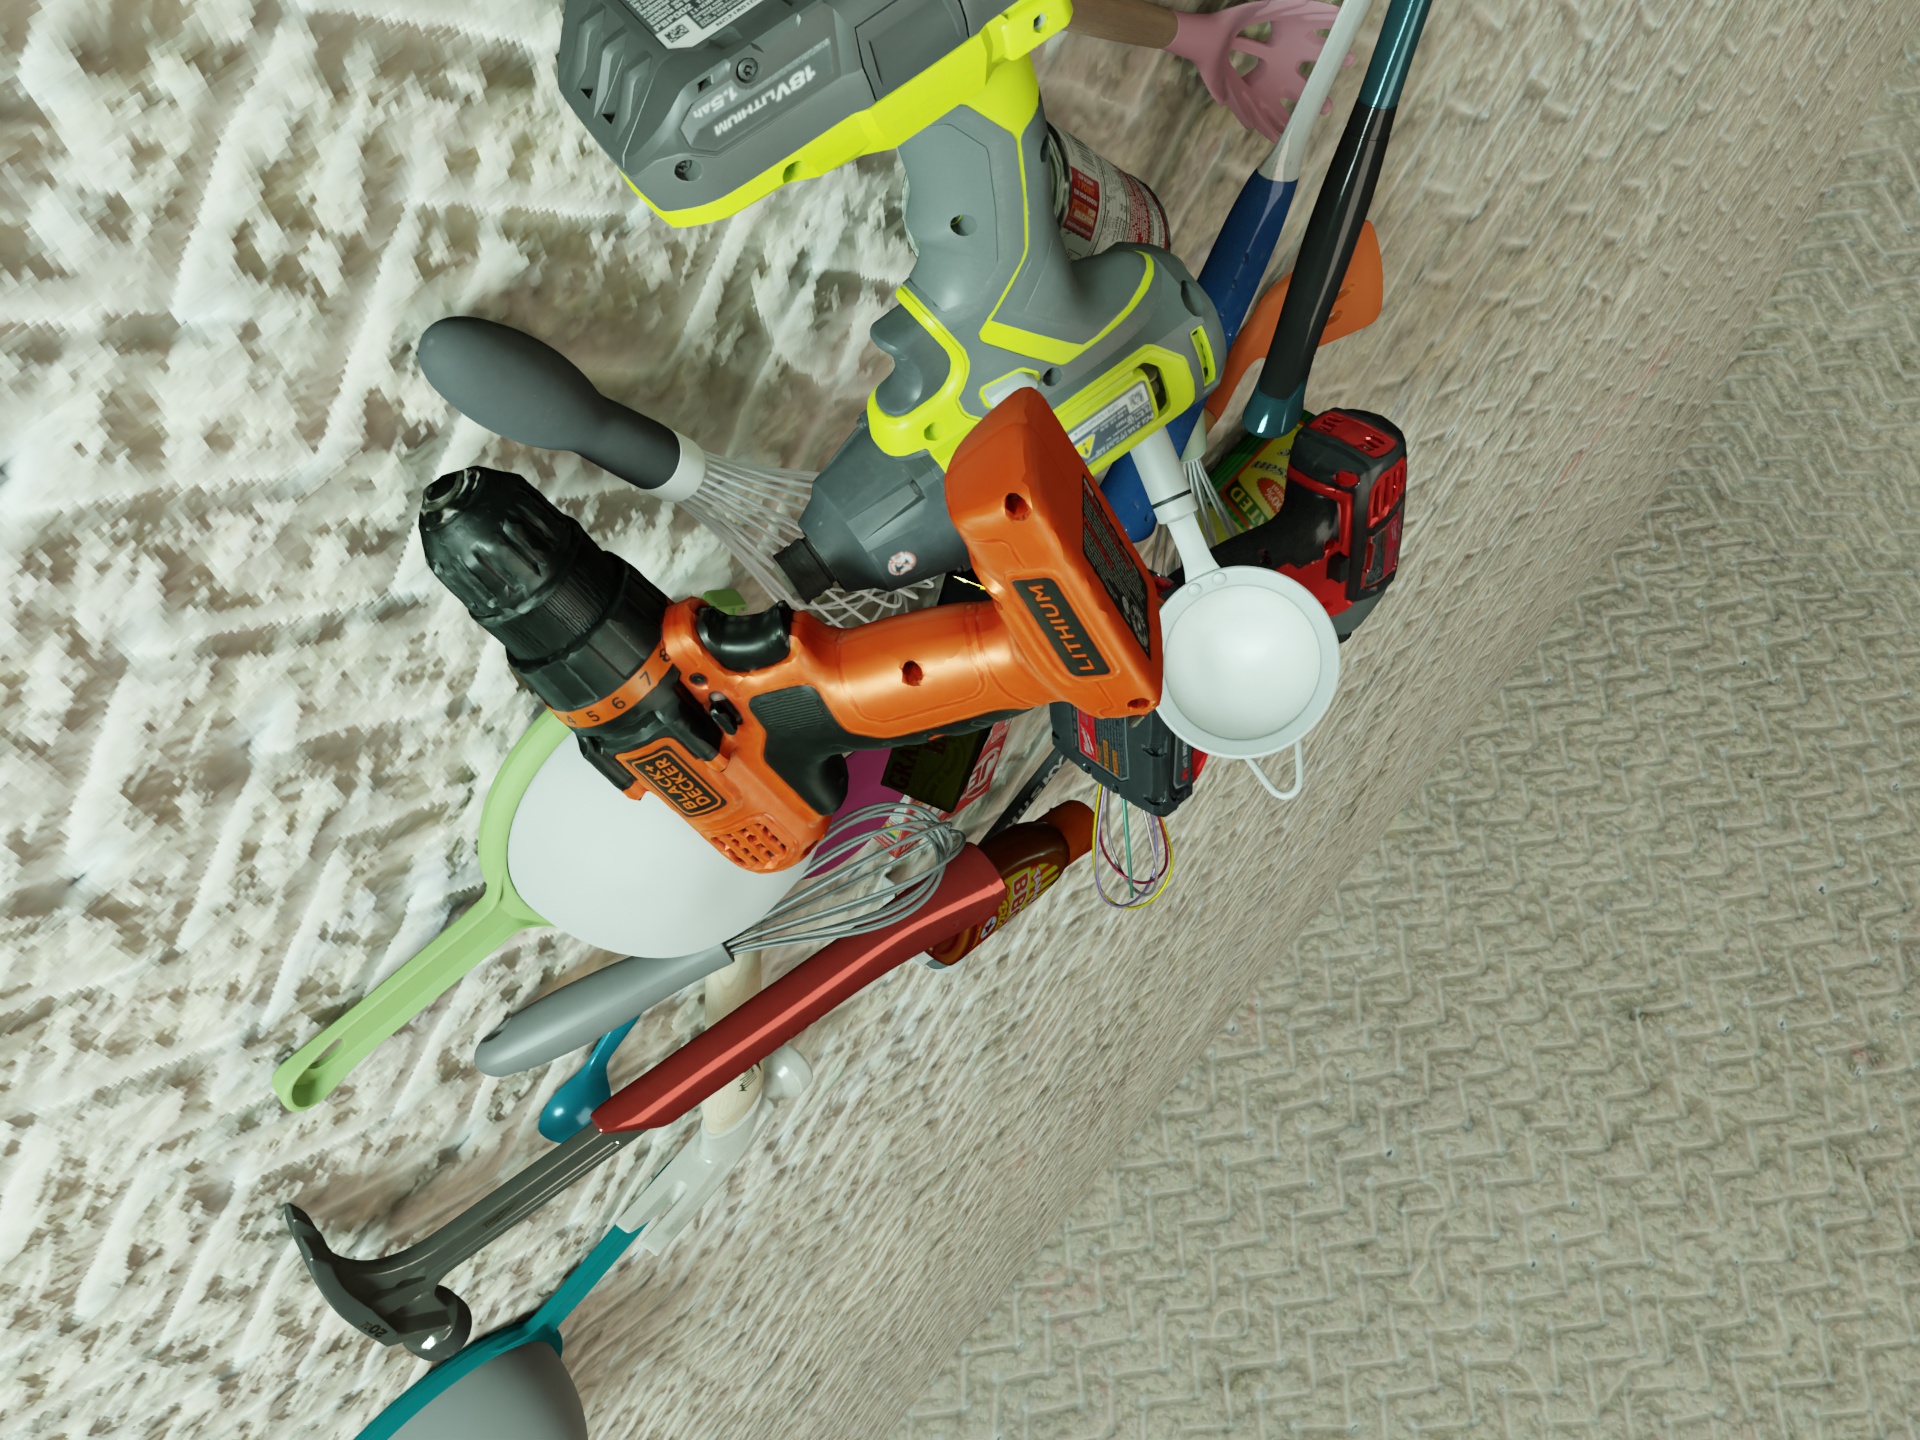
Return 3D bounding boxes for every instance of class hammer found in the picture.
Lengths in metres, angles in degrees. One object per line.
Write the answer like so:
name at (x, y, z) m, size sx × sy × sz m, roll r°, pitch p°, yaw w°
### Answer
hammer at (0.086, -0.008, 1.057) m, size 0.409 × 0.036 × 0.149 m, roll -52°, pitch 158°, yaw -5°
hammer at (0.145, -0.246, 0.684) m, size 0.144 × 0.035 × 0.405 m, roll -27°, pitch 150°, yaw -43°
hammer at (0.203, -0.293, 0.788) m, size 0.128 × 0.033 × 0.330 m, roll -44°, pitch 154°, yaw -48°
hammer at (-0.130, 0.164, 0.757) m, size 0.359 × 0.037 × 0.149 m, roll -34°, pitch 146°, yaw -17°
hammer at (-0.121, 0.127, 0.810) m, size 0.146 × 0.038 × 0.410 m, roll -46°, pitch 158°, yaw -38°

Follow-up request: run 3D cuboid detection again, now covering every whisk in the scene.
whisk at (-0.085, -0.079, 0.557) m, size 0.070 × 0.070 × 0.284 m, roll -56°, pitch 154°, yaw 7°
whisk at (0.120, -0.138, 0.843) m, size 0.246 × 0.058 × 0.059 m, roll 73°, pitch 25°, yaw -45°
whisk at (0.101, 0.010, 0.983) m, size 0.051 × 0.047 × 0.244 m, roll -57°, pitch 144°, yaw -59°
whisk at (-0.107, 0.101, 0.709) m, size 0.239 × 0.055 × 0.055 m, roll -26°, pitch 156°, yaw -3°

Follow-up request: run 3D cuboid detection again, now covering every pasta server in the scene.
pasta server at (0.070, -0.265, 0.608) m, size 0.316 × 0.040 × 0.060 m, roll -21°, pitch 142°, yaw -52°

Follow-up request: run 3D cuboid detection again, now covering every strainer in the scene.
strainer at (0.101, -0.089, 0.712) m, size 0.087 × 0.258 × 0.050 m, roll -22°, pitch -176°, yaw 16°
strainer at (-0.144, 0.075, 0.609) m, size 0.256 × 0.069 × 0.151 m, roll -40°, pitch 149°, yaw -11°
strainer at (-0.248, 0.415, 0.932) m, size 0.340 × 0.095 × 0.210 m, roll -49°, pitch 159°, yaw -7°

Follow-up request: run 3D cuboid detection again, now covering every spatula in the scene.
spatula at (0.132, -0.152, 0.896) m, size 0.322 × 0.041 × 0.080 m, roll -51°, pitch 147°, yaw -14°

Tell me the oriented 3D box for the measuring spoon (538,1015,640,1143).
measuring spoon at (-0.168, 0.165, 0.805) m, size 0.128 × 0.021 × 0.042 m, roll -56°, pitch 159°, yaw 7°

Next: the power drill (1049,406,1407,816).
power drill at (0.148, -0.056, 0.831) m, size 0.220 × 0.079 × 0.143 m, roll -36°, pitch 142°, yaw -24°

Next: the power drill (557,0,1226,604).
power drill at (-0.016, -0.137, 0.481) m, size 0.171 × 0.080 × 0.223 m, roll -35°, pitch 144°, yaw -3°

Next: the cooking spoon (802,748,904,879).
cooking spoon at (-0.001, -0.003, 0.851) m, size 0.319 × 0.017 × 0.068 m, roll -37°, pitch 145°, yaw -51°
